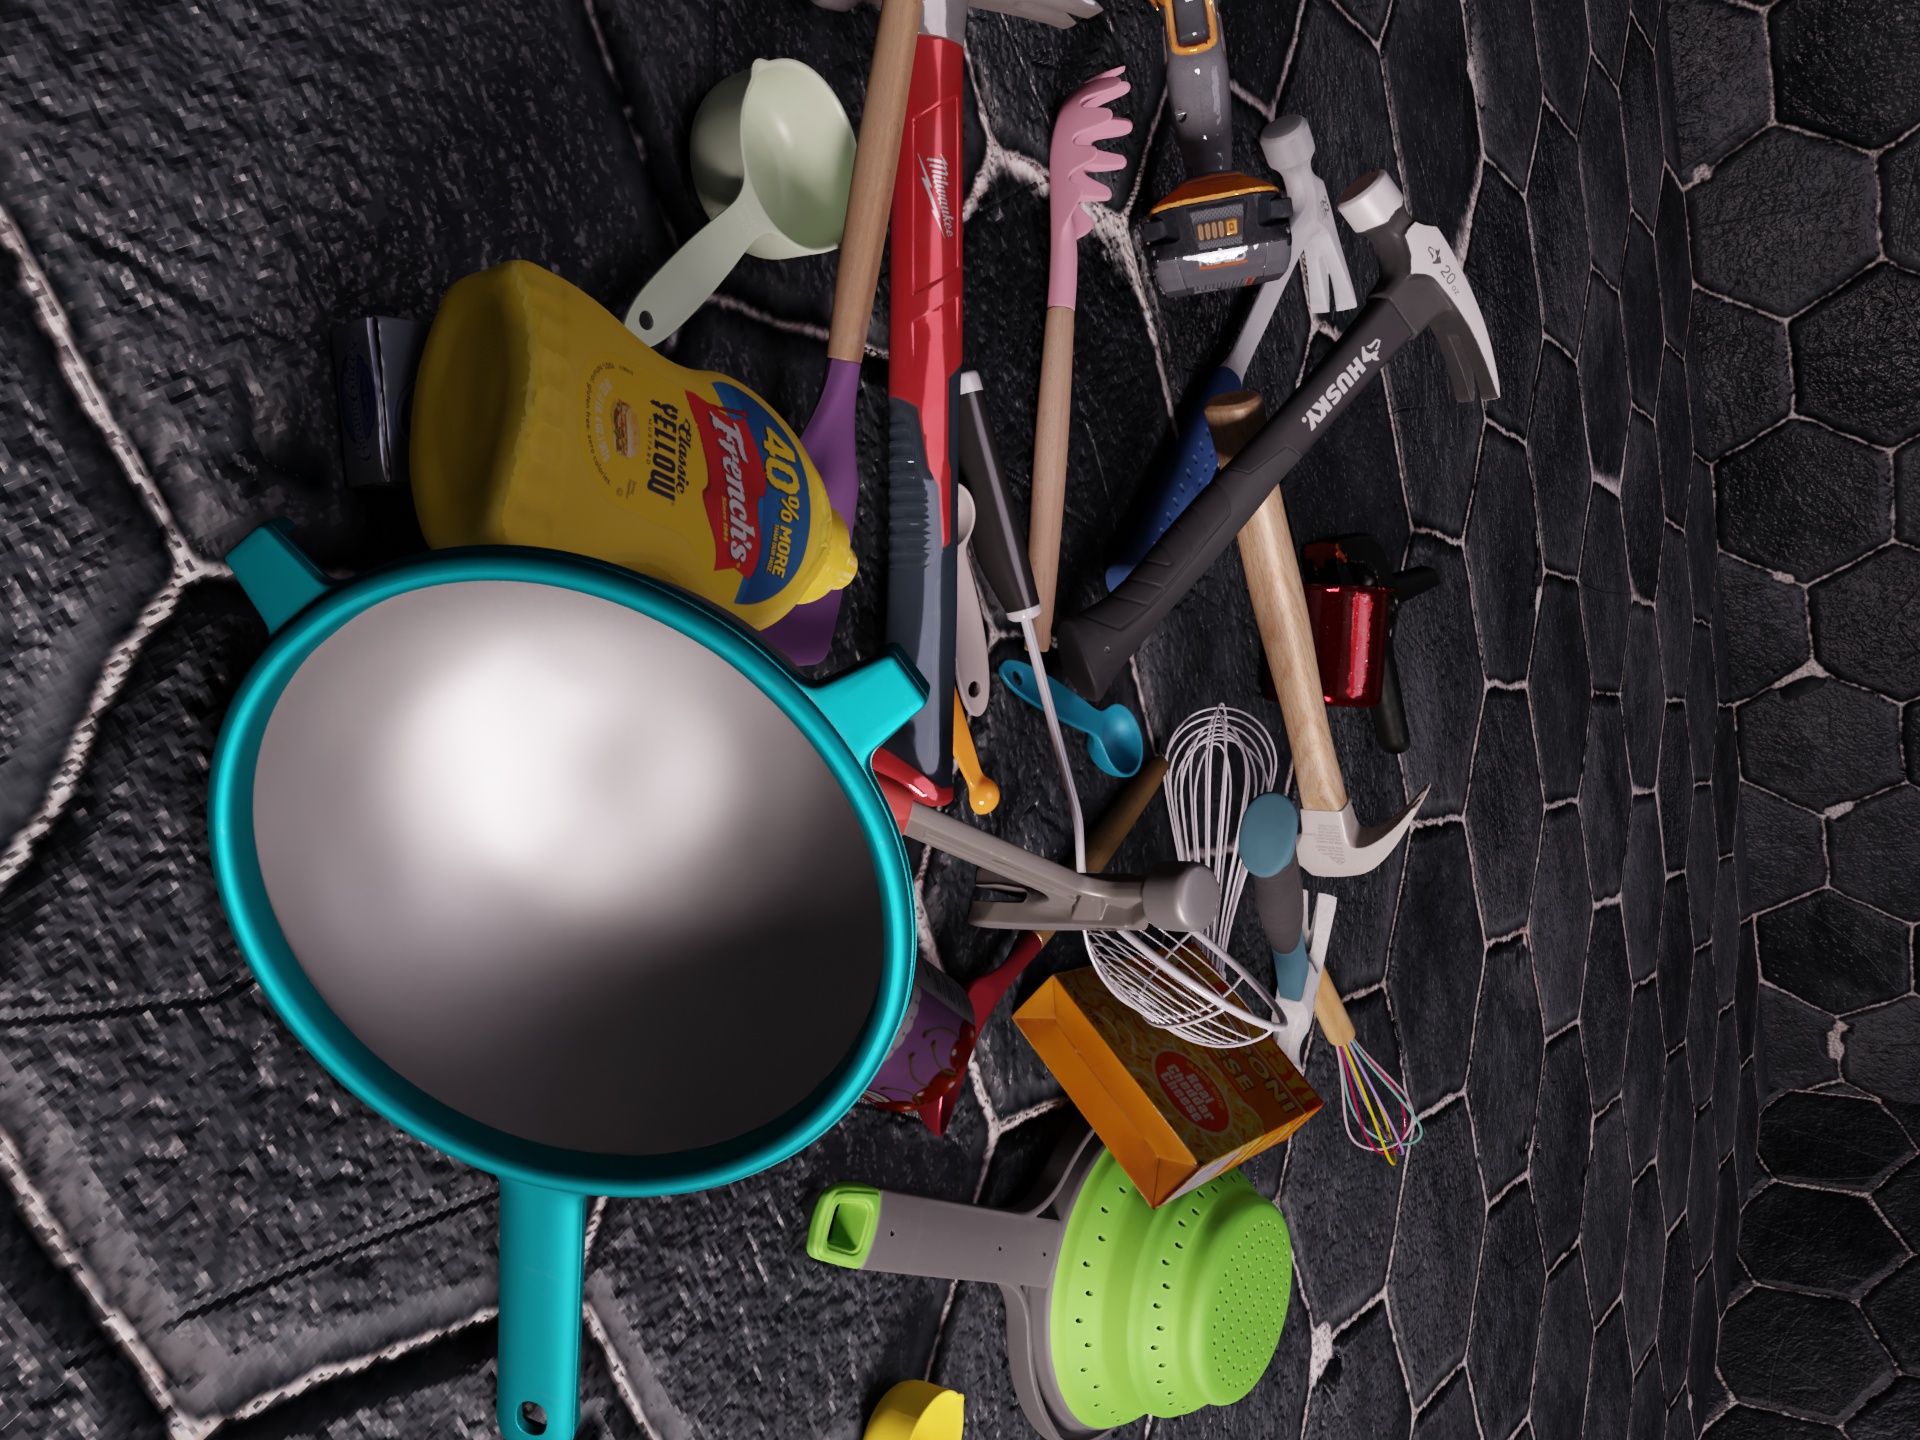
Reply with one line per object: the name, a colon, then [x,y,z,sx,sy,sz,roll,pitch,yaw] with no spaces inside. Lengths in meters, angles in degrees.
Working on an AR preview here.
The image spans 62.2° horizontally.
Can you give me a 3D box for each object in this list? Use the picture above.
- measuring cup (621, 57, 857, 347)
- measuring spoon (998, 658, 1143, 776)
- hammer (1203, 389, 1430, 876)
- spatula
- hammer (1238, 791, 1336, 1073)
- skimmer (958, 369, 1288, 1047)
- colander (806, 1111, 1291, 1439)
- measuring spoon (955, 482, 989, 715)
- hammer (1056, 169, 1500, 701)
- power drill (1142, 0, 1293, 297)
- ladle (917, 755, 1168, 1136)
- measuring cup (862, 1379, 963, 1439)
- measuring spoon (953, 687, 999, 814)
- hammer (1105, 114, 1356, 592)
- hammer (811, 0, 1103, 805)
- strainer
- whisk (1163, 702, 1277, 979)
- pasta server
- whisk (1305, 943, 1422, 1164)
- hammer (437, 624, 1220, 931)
measuring cup: [-0.097,-0.196,0.628,0.168,0.038,0.083,-59,135,-34]
measuring spoon: [0.056,-0.003,0.874,0.128,0.021,0.042,30,57,-42]
hammer: [0.205,-0.044,0.980,0.031,0.130,0.331,-47,128,-45]
spatula: [-0.046,-0.175,0.659,0.059,0.018,0.316,-5,109,-56]
hammer: [0.200,0.128,0.980,0.330,0.033,0.128,62,42,-60]
skimmer: [0.076,-0.004,0.802,0.127,0.090,0.363,-77,151,-81]
colander: [0.075,0.282,0.817,0.396,0.094,0.204,30,70,-50]
measuring spoon: [-0.004,-0.059,0.786,0.034,0.018,0.124,-27,120,-32]
hammer: [0.172,-0.140,0.886,0.335,0.035,0.146,-48,112,-12]
power drill: [0.132,-0.356,0.880,0.185,0.084,0.226,-55,137,-75]
ladle: [0.049,0.102,0.848,0.315,0.031,0.069,-46,150,-48]
measuring cup: [-0.016,0.373,0.764,0.062,0.029,0.156,-52,142,-42]
measuring spoon: [-0.001,-0.003,0.787,0.021,0.011,0.116,-49,128,-44]
hammer: [0.180,-0.221,1.031,0.143,0.035,0.406,58,46,-38]
hammer: [-0.003,-0.155,0.731,0.143,0.038,0.386,-2,95,-32]
strainer: [-0.119,0.091,0.520,0.095,0.211,0.340,-69,169,-63]
whisk: [0.154,0.131,0.981,0.070,0.070,0.284,-4,98,-55]
pasta server: [0.059,-0.194,0.854,0.060,0.040,0.316,21,73,-76]
whisk: [0.294,0.252,1.194,0.047,0.051,0.244,-54,129,-33]
hammer: [-0.055,0.028,0.648,0.358,0.149,0.037,26,68,-40]
